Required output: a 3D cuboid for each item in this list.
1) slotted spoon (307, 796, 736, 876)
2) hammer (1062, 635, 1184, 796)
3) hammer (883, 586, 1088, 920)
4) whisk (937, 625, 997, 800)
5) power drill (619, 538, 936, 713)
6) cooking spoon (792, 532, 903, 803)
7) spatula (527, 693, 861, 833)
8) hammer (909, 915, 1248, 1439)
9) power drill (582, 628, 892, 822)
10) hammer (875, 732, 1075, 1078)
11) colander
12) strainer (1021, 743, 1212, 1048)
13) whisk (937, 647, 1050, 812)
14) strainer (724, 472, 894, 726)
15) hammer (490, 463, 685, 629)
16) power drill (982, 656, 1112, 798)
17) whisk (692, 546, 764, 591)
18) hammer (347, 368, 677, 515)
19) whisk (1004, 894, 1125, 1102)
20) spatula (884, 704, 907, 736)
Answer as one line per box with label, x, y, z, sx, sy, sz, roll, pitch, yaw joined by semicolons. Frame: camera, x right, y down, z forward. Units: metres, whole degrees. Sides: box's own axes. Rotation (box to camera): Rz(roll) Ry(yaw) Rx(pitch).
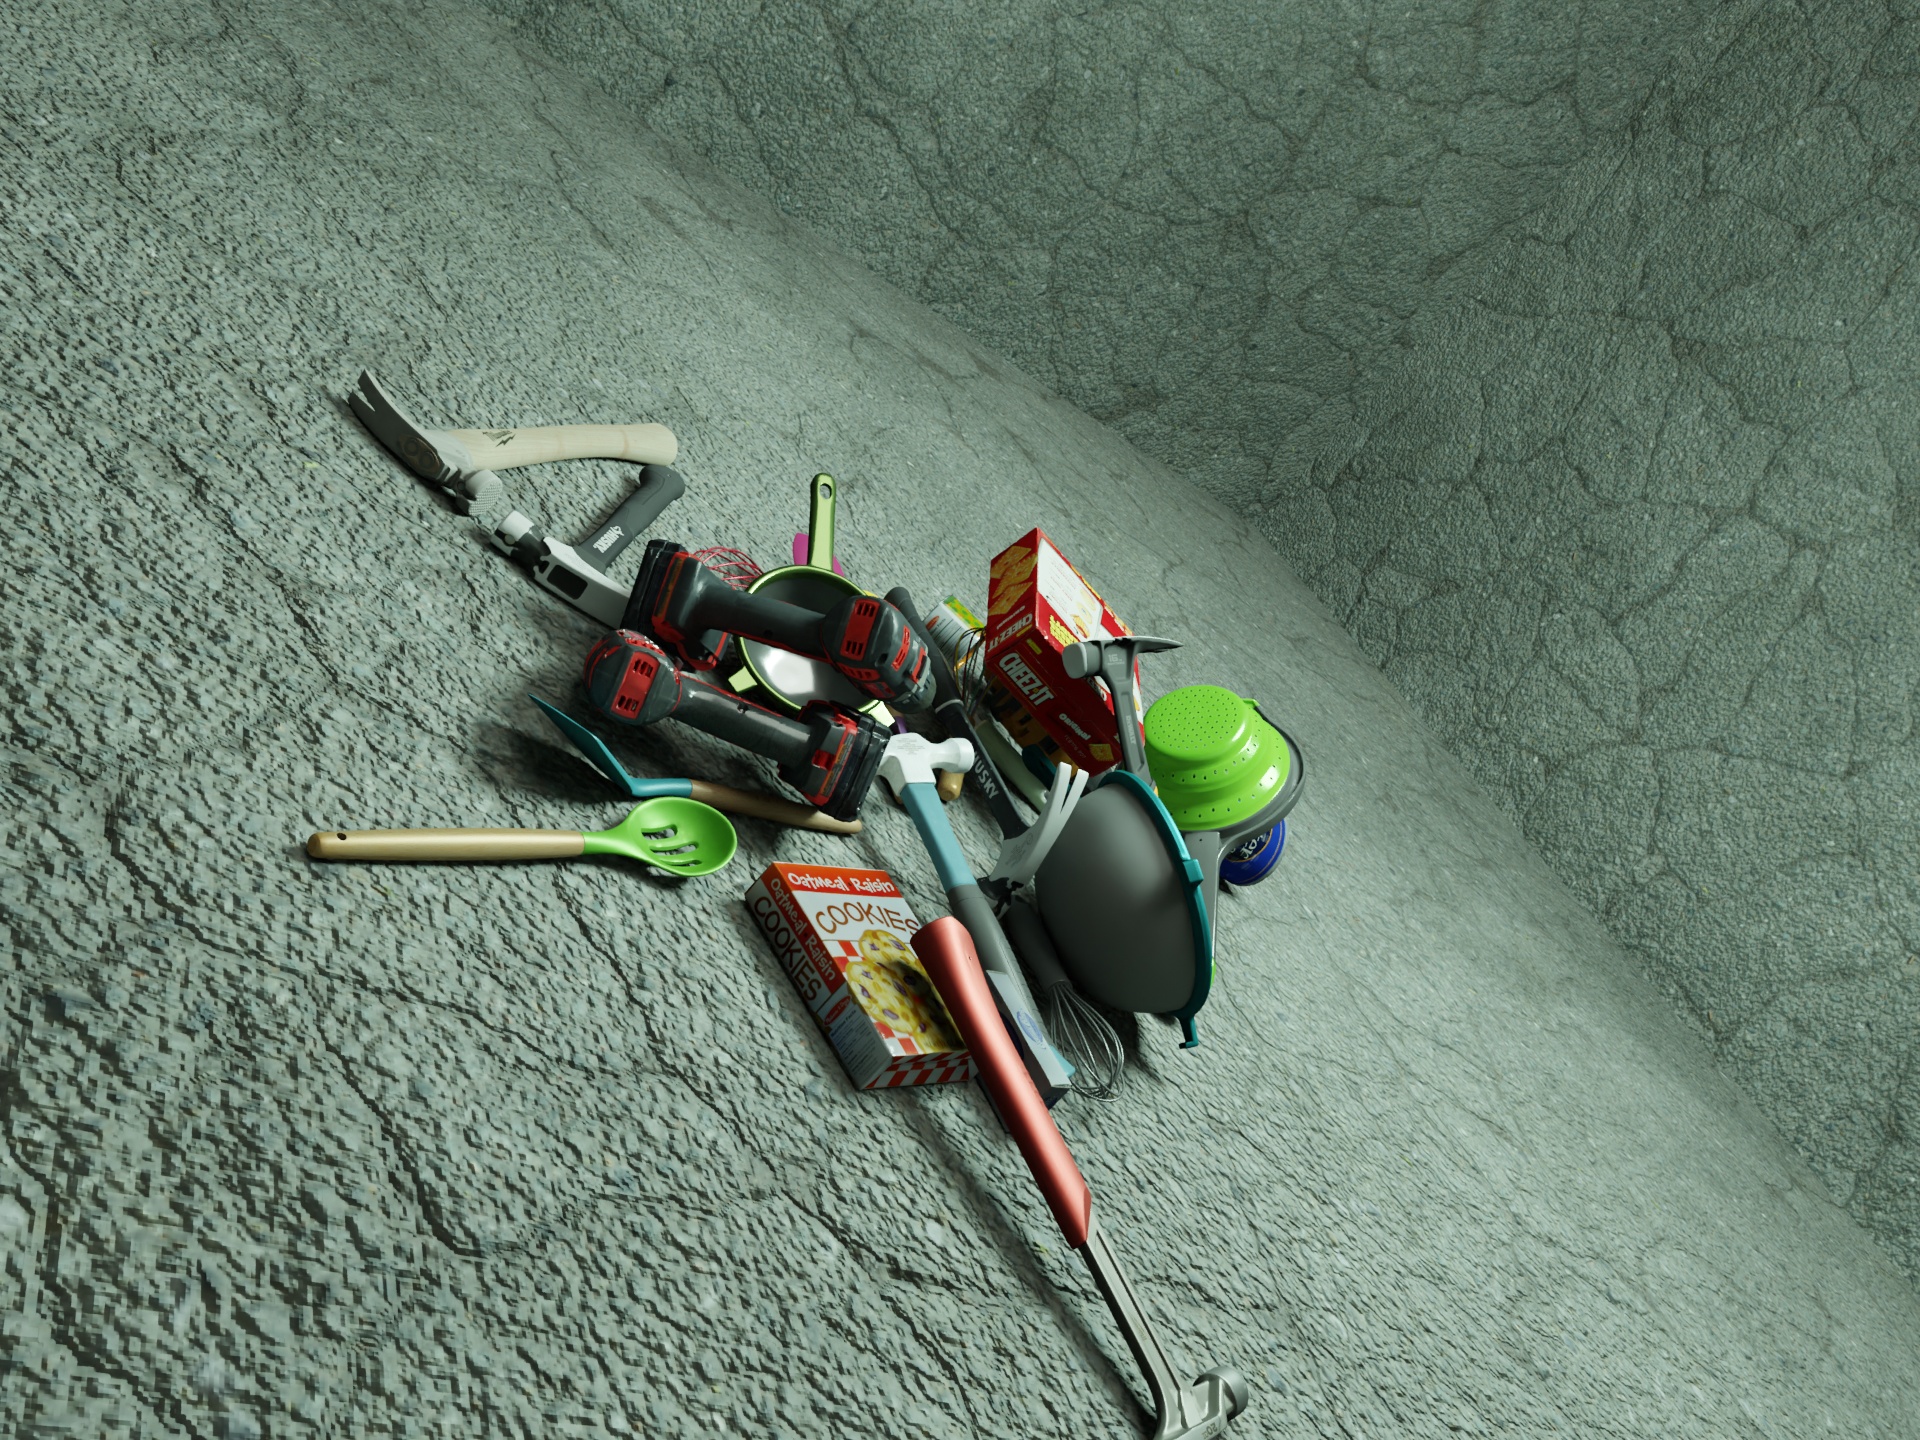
slotted spoon;-0.256;0.074;0.973;0.070;0.031;0.313;50;24;26
hammer;0.172;0.091;1.419;0.127;0.034;0.337;-6;85;-39
hammer;-0.002;-0.005;1.430;0.036;0.149;0.409;23;24;-34
whisk;0.011;-0.013;1.527;0.047;0.051;0.245;39;38;-22
power drill;-0.130;-0.062;1.247;0.227;0.080;0.187;13;-11;15
cooking spoon;-0.097;-0.055;1.461;0.068;0.017;0.319;19;40;-45
spatula;-0.175;0.045;1.153;0.082;0.044;0.317;26;5;40
hammer;0.054;0.284;1.001;0.149;0.036;0.359;11;44;-55
power drill;-0.173;-0.005;1.177;0.219;0.078;0.143;23;1;-20
hammer;0.008;0.143;1.228;0.128;0.033;0.331;2;48;-36
colander;0.234;0.087;1.574;0.397;0.204;0.094;-78;157;-45
strainer;0.095;0.122;1.359;0.095;0.210;0.341;-15;35;-16
whisk;0.012;0.003;1.589;0.246;0.059;0.058;47;57;6
strainer;-0.136;-0.101;1.405;0.151;0.069;0.257;14;57;-23
hammer;-0.294;-0.168;1.404;0.146;0.035;0.335;36;20;-10
power drill;0.102;0.005;1.650;0.185;0.084;0.226;48;12;-17
whisk;-0.181;-0.121;1.478;0.073;0.073;0.295;45;15;12
hammer;-0.377;-0.257;1.444;0.146;0.038;0.410;41;19;6
whisk;0.074;0.213;1.255;0.055;0.055;0.239;28;19;-31
spatula;-0.065;-0.013;1.498;0.316;0.018;0.059;-112;-176;-57
